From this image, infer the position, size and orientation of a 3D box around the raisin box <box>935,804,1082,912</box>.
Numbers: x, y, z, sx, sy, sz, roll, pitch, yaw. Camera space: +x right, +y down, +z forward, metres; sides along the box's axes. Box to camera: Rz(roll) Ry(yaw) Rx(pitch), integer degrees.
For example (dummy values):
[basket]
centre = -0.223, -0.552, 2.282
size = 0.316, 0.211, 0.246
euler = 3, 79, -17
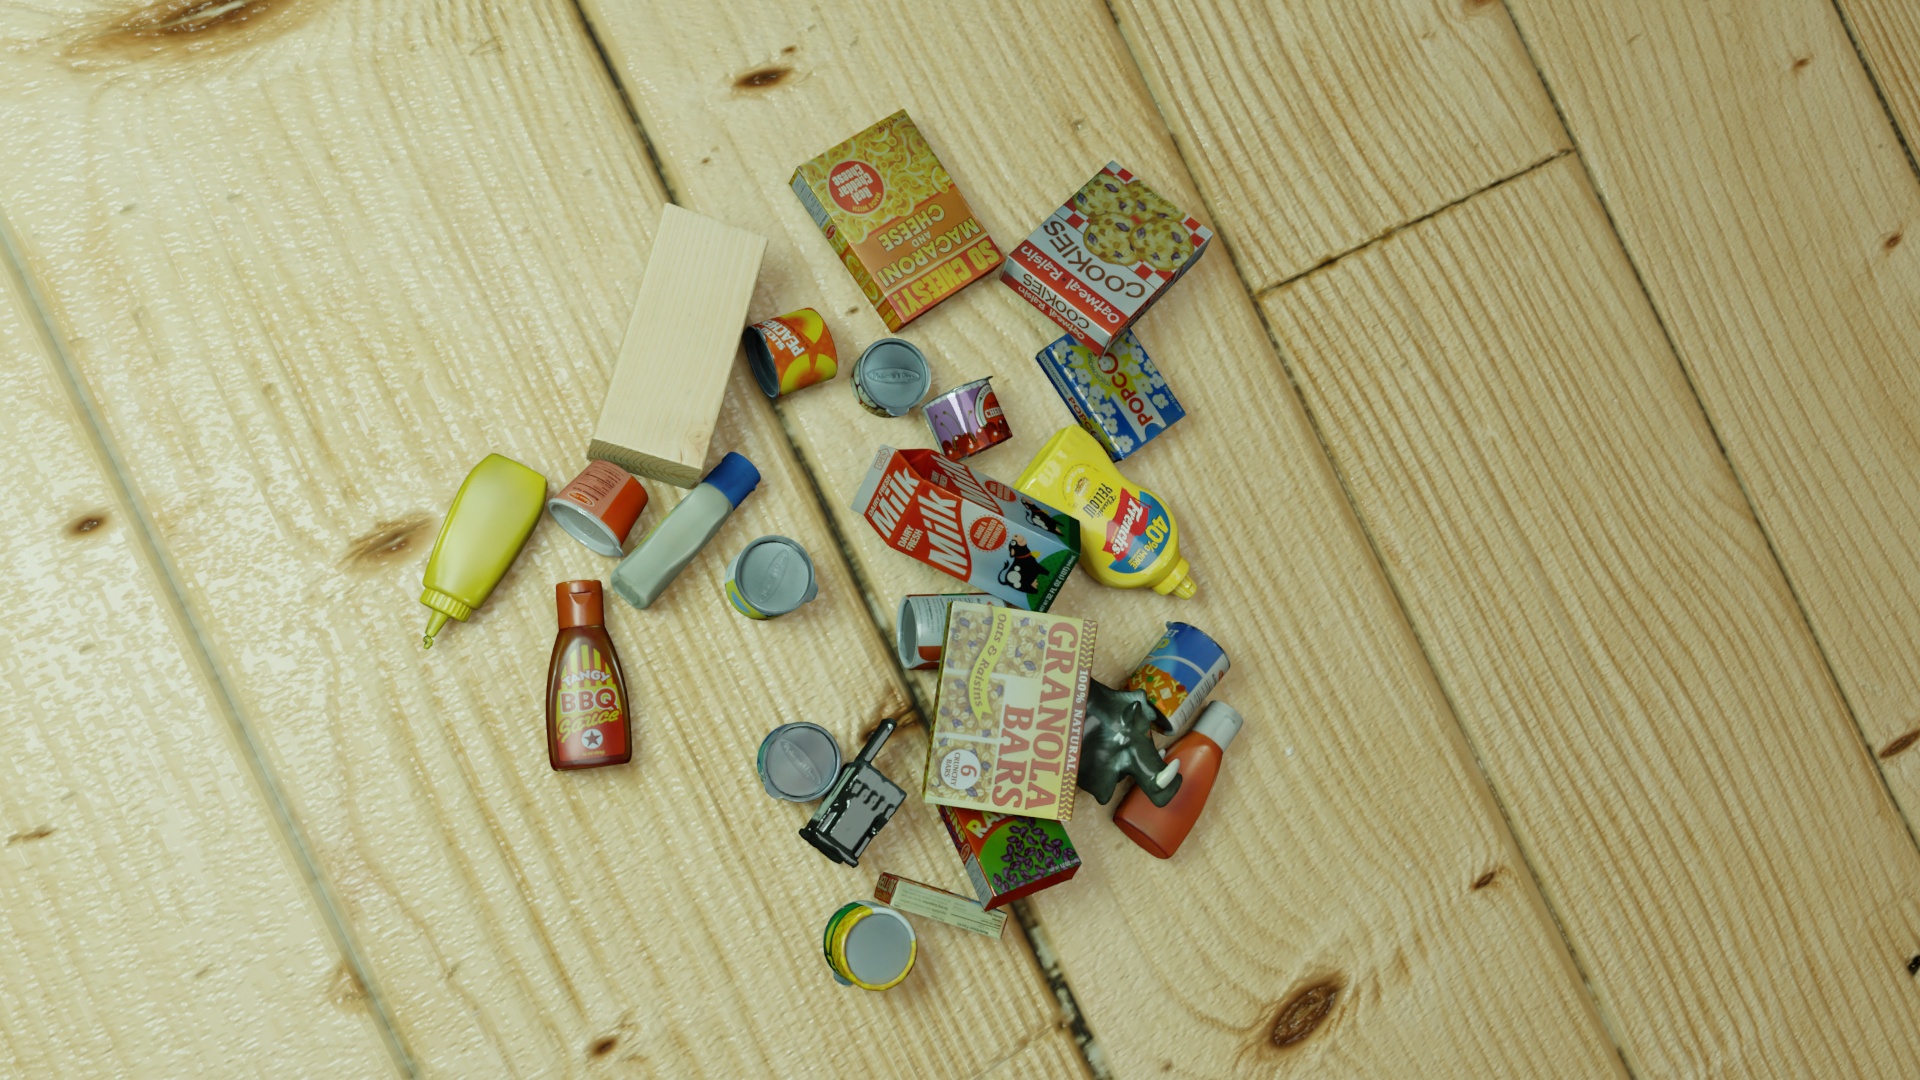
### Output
[raisin box]
centre = 0.036, 0.239, 1.176
size = 0.086, 0.039, 0.124
euler = -15, 60, -23

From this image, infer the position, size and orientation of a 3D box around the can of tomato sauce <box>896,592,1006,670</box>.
[can of tomato sauce]
centre = -0.008, 0.079, 1.202
size = 0.083, 0.071, 0.071
euler = -1, 81, -19

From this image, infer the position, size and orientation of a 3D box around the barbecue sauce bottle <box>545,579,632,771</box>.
[barbecue sauce bottle]
centre = -0.299, 0.107, 1.106
size = 0.065, 0.043, 0.148
euler = -4, 82, -19

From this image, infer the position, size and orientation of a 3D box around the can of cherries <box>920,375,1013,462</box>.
[can of cherries]
centre = 0.008, -0.106, 1.235
size = 0.072, 0.071, 0.058
euler = -23, 89, -21

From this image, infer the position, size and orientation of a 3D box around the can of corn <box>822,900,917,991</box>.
[can of corn]
centre = -0.075, 0.334, 1.137
size = 0.071, 0.058, 0.071
euler = 3, 80, -18

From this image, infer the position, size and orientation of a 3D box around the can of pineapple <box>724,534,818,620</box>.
[can of pineapple]
centre = -0.159, 0.033, 1.159
size = 0.071, 0.057, 0.071
euler = 3, 80, -18

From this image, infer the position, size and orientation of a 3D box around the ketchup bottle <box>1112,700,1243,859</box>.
[ketchup bottle]
centre = 0.204, 0.213, 1.262
size = 0.065, 0.043, 0.149
euler = 40, 70, -1

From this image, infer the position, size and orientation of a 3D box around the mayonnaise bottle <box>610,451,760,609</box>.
[mayonnaise bottle]
centre = -0.225, -0.010, 1.144
size = 0.041, 0.064, 0.149
euler = 41, 67, -5

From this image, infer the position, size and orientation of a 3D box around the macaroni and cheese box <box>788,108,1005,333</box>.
[macaroni and cheese box]
centre = -0.056, -0.289, 1.260
size = 0.124, 0.040, 0.166
euler = -35, 93, -21

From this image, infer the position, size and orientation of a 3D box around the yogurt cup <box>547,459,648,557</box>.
[yogurt cup]
centre = -0.290, -0.029, 1.123
size = 0.072, 0.072, 0.054
euler = 37, 63, -10

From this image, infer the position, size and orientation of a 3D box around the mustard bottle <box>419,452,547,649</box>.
[mustard bottle]
centre = -0.384, 0.012, 1.090
size = 0.065, 0.048, 0.160
euler = 28, 74, -12

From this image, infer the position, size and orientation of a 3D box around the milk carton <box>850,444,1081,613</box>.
[milk carton]
centre = 0.004, -0.015, 1.198
size = 0.190, 0.074, 0.072
euler = 25, 114, -8

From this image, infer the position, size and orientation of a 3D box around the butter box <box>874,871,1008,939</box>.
[butter box]
centre = -0.017, 0.306, 1.165
size = 0.103, 0.053, 0.024
euler = 21, 78, -14

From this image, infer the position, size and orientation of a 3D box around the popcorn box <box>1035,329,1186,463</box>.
[popcorn box]
centre = 0.141, -0.146, 1.305
size = 0.085, 0.038, 0.126
euler = -35, 93, -22

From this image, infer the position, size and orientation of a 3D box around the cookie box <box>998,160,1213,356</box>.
[cookie box]
centre = 0.136, -0.264, 1.297
size = 0.123, 0.040, 0.168
euler = 39, 64, 10

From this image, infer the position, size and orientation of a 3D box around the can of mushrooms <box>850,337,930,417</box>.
[can of mushrooms]
centre = -0.063, -0.142, 1.236
size = 0.071, 0.033, 0.071
euler = 3, 80, -19

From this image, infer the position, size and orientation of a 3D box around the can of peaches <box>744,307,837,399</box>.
[can of peaches]
centre = -0.145, -0.163, 1.191
size = 0.058, 0.071, 0.071
euler = -22, 89, -22

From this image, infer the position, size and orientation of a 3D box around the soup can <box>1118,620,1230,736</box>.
[soup can]
centre = 0.192, 0.125, 1.263
size = 0.071, 0.071, 0.084
euler = 46, 71, -7

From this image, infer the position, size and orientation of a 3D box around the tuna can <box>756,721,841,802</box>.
[tuna can]
centre = -0.137, 0.186, 1.154
size = 0.071, 0.032, 0.071
euler = 3, 80, -19

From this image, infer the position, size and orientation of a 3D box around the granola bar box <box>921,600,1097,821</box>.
[granola bar box]
centre = 0.040, 0.139, 1.147
size = 0.124, 0.039, 0.165
euler = 8, 86, -6
